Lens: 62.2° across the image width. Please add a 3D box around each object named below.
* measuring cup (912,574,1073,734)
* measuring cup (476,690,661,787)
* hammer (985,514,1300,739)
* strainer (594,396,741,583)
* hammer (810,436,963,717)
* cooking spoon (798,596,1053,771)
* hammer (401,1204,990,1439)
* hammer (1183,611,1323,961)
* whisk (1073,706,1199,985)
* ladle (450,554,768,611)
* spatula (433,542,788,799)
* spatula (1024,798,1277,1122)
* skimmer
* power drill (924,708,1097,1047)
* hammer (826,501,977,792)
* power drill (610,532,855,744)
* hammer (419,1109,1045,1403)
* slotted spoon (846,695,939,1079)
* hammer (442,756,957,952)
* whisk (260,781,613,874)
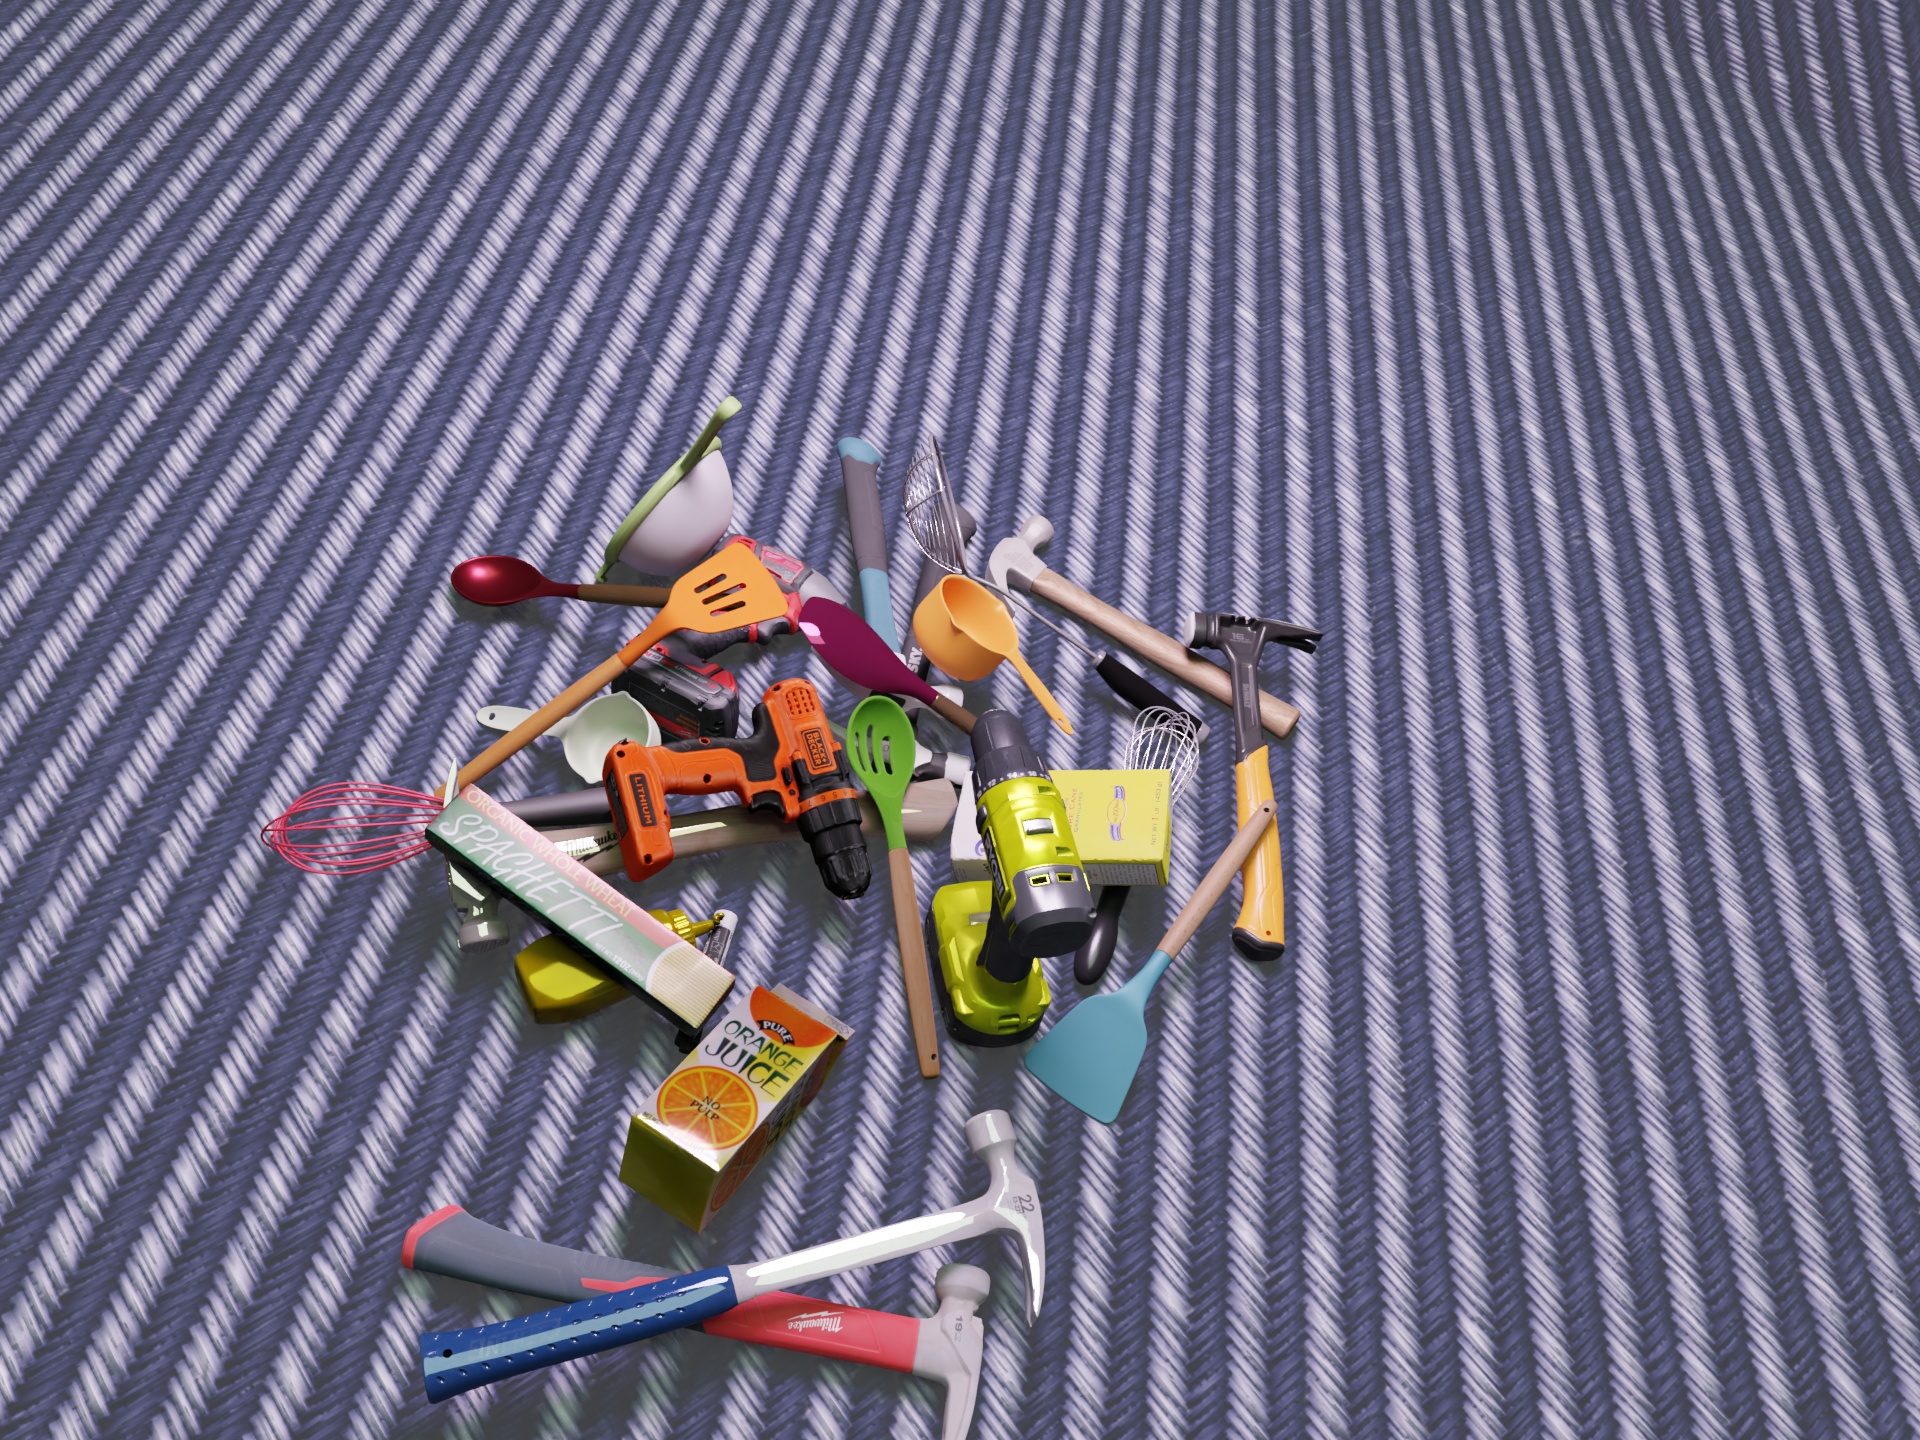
[{"bbox_3d":[0.027,-0.044,1.369,0.173,0.052,0.095,52,30,5],"label":"measuring cup"},{"bbox_3d":[-0.327,0.013,1.330,0.167,0.038,0.083,9,70,19],"label":"measuring cup"},{"bbox_3d":[0.168,-0.077,1.503,0.331,0.031,0.130,32,52,14],"label":"hammer"},{"bbox_3d":[-0.226,-0.199,1.400,0.069,0.256,0.151,43,57,-7],"label":"strainer"},{"bbox_3d":[-0.079,-0.140,1.447,0.128,0.033,0.331,12,45,-24],"label":"hammer"},{"bbox_3d":[-0.002,-0.004,1.338,0.318,0.017,0.069,35,43,-14],"label":"cooking spoon"},{"bbox_3d":[-0.178,0.398,1.046,0.386,0.038,0.143,12,52,-2],"label":"hammer"},{"bbox_3d":[0.264,0.052,1.392,0.127,0.034,0.337,7,58,-6],"label":"hammer"},{"bbox_3d":[0.146,0.102,1.342,0.070,0.070,0.285,20,56,5],"label":"whisk"},{"bbox_3d":[-0.304,-0.111,1.372,0.315,0.031,0.069,6,41,22],"label":"ladle"},{"bbox_3d":[-0.290,-0.031,1.292,0.322,0.041,0.081,-37,71,-1],"label":"spatula"},{"bbox_3d":[0.172,0.175,1.276,0.082,0.044,0.317,33,57,15],"label":"spatula"},{"bbox_3d":[0.093,-0.114,1.429,0.363,0.090,0.127,36,9,-4],"label":"skimmer"},{"bbox_3d":[0.031,0.122,1.186,0.080,0.228,0.191,-4,53,-15],"label":"power drill"},{"bbox_3d":[-0.040,-0.083,1.463,0.146,0.035,0.335,14,50,-1],"label":"hammer"},{"bbox_3d":[-0.195,-0.069,1.397,0.143,0.078,0.220,26,48,10],"label":"power drill"},{"bbox_3d":[-0.136,0.369,1.030,0.405,0.035,0.144,-10,57,-17],"label":"hammer"},{"bbox_3d":[-0.048,0.128,1.260,0.070,0.031,0.314,9,60,-37],"label":"slotted spoon"},{"bbox_3d":[-0.199,0.079,1.269,0.410,0.038,0.146,-7,72,-23],"label":"hammer"},{"bbox_3d":[-0.389,0.077,1.249,0.295,0.073,0.073,-5,53,-22],"label":"whisk"}]
